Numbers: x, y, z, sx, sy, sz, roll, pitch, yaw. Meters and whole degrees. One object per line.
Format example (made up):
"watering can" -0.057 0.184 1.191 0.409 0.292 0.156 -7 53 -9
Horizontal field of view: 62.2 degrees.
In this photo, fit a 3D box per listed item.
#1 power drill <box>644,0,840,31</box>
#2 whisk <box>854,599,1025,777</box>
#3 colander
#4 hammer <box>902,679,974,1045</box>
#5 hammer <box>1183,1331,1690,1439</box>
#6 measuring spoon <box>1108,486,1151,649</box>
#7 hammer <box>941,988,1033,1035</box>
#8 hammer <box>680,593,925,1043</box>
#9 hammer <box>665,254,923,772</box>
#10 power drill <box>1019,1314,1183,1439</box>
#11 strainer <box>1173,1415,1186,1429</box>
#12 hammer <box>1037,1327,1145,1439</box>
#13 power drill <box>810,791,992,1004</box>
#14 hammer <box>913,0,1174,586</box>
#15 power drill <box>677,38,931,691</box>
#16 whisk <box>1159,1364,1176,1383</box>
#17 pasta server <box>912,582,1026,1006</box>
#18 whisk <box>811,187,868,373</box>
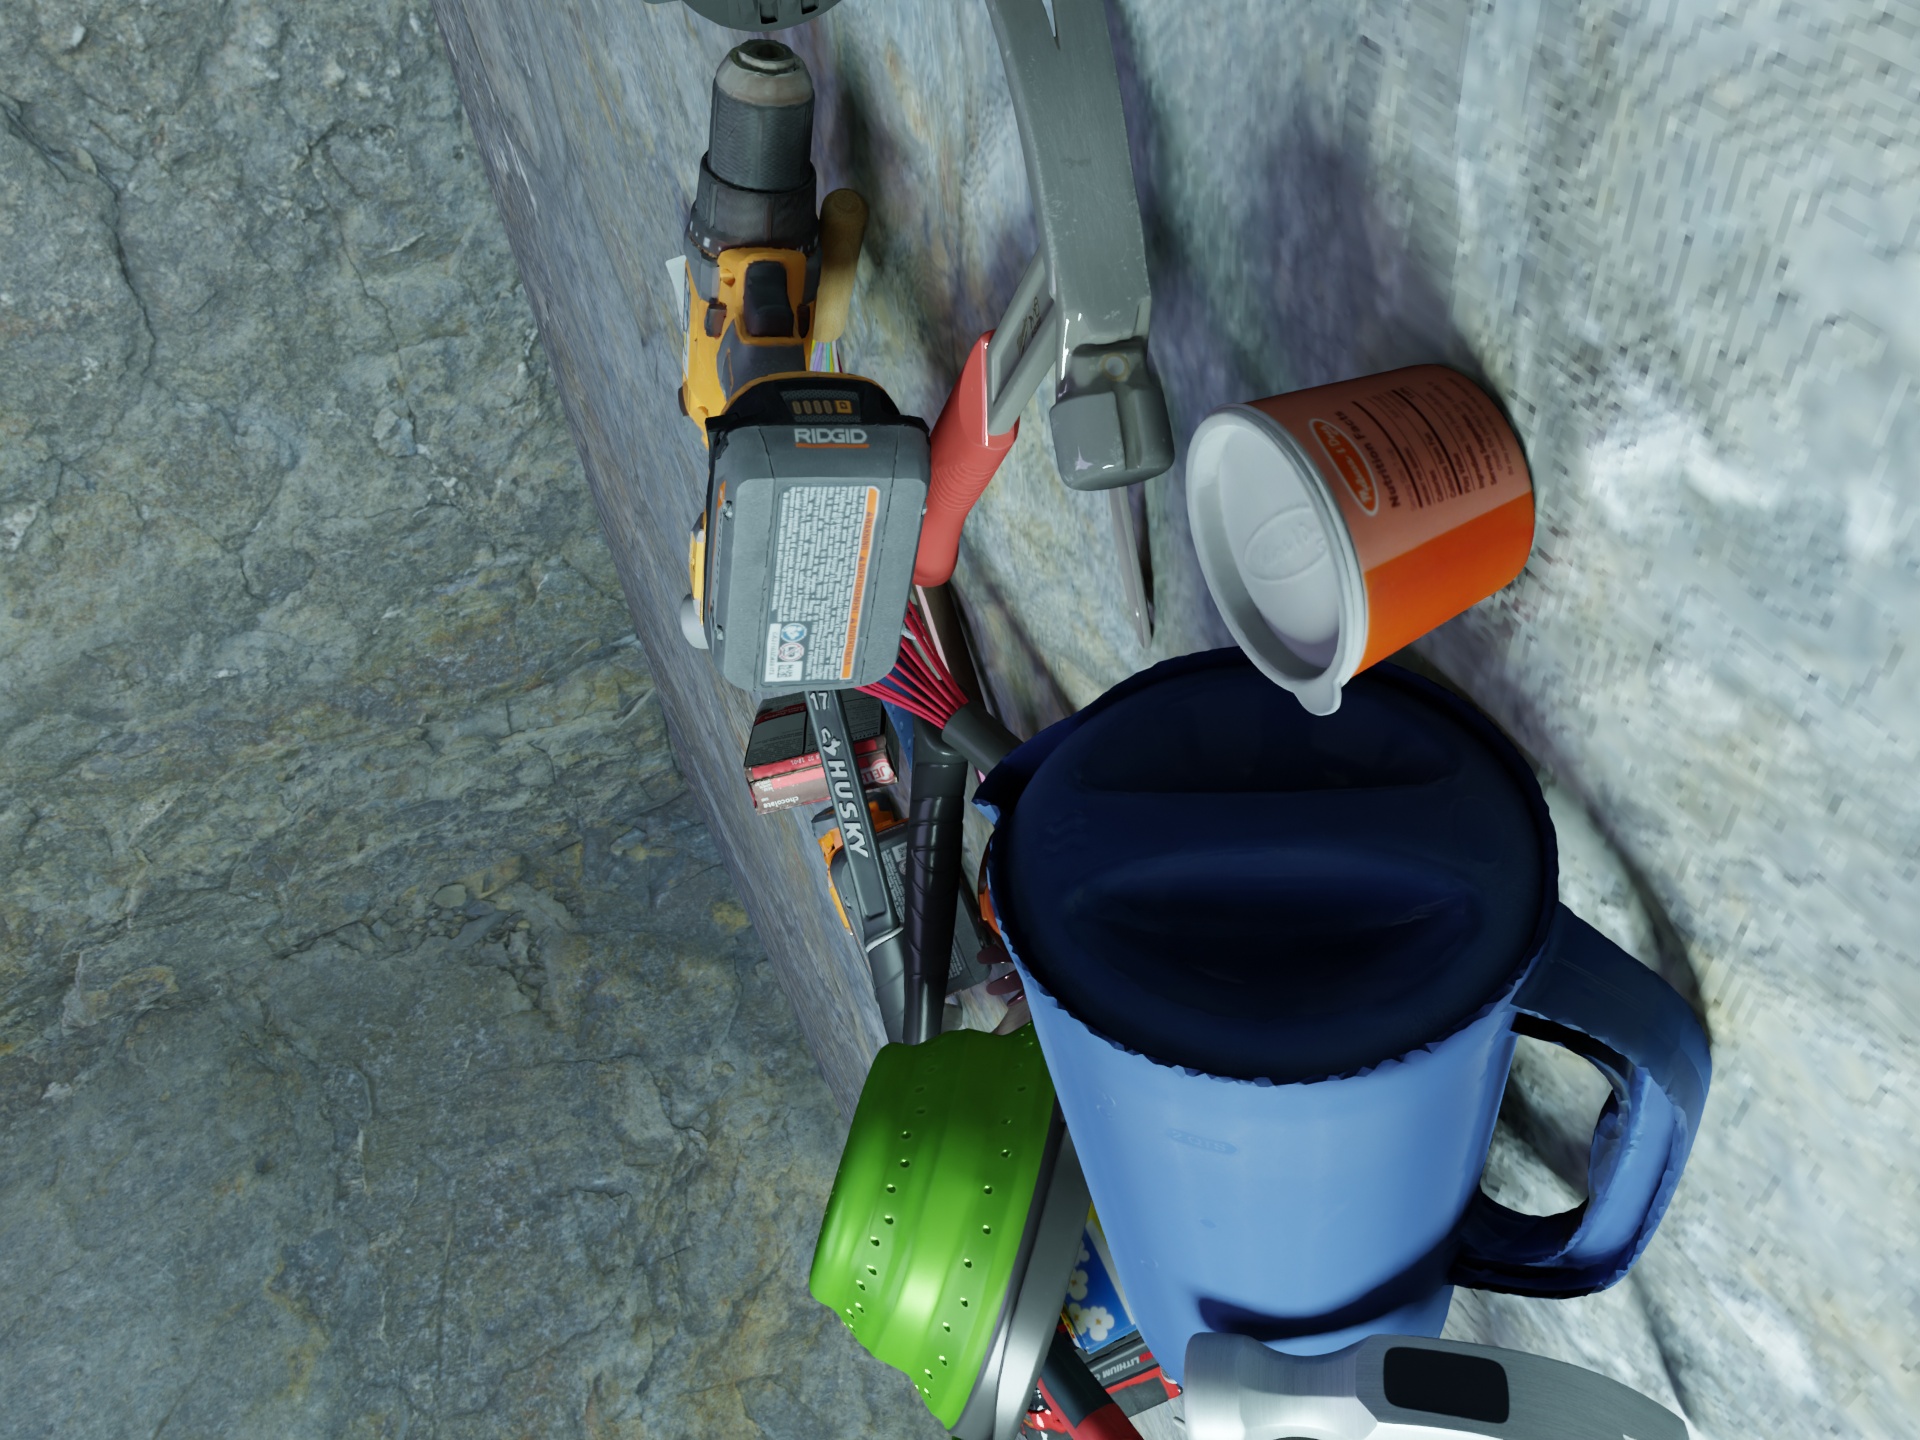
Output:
"power drill" -0.108 -0.358 0.605 0.223 0.080 0.171 -125 18 -53
"whisk" -0.013 -0.012 0.710 0.296 0.073 0.073 42 157 24
"colander" 0.012 0.140 0.627 0.205 0.094 0.396 -73 -1 -53
"hammer" -0.019 0.138 0.818 0.146 0.035 0.334 -117 28 -64
"hammer" 0.163 0.280 0.512 0.033 0.128 0.330 -77 -25 -42
"measuring spoon" 0.062 -0.067 0.536 0.124 0.018 0.034 74 178 -51
"hammer" 0.013 0.239 1.059 0.410 0.038 0.146 122 153 -70
"hammer" -0.044 0.109 0.931 0.036 0.149 0.408 -45 -53 -55
"hammer" -0.101 -0.135 1.008 0.144 0.035 0.406 89 155 -57
"power drill" 0.110 0.430 0.880 0.078 0.143 0.220 156 99 -73
"strainer" 0.186 0.454 0.811 0.258 0.050 0.087 63 160 -3
"hammer" 0.059 0.305 0.714 0.386 0.038 0.143 22 131 69
"power drill" -0.044 0.139 1.133 0.226 0.084 0.164 -172 61 -80
"hammer" 0.005 -0.119 0.588 0.359 0.036 0.149 145 116 -79
"power drill" -0.073 -0.146 0.644 0.185 0.084 0.226 103 158 -44
"whisk" 0.094 0.205 0.658 0.058 0.059 0.246 36 -176 2
"pasta server" -0.001 -0.003 0.824 0.060 0.040 0.316 -32 -73 -60
"whisk" -0.073 -0.187 0.808 0.245 0.047 0.051 122 126 -70
